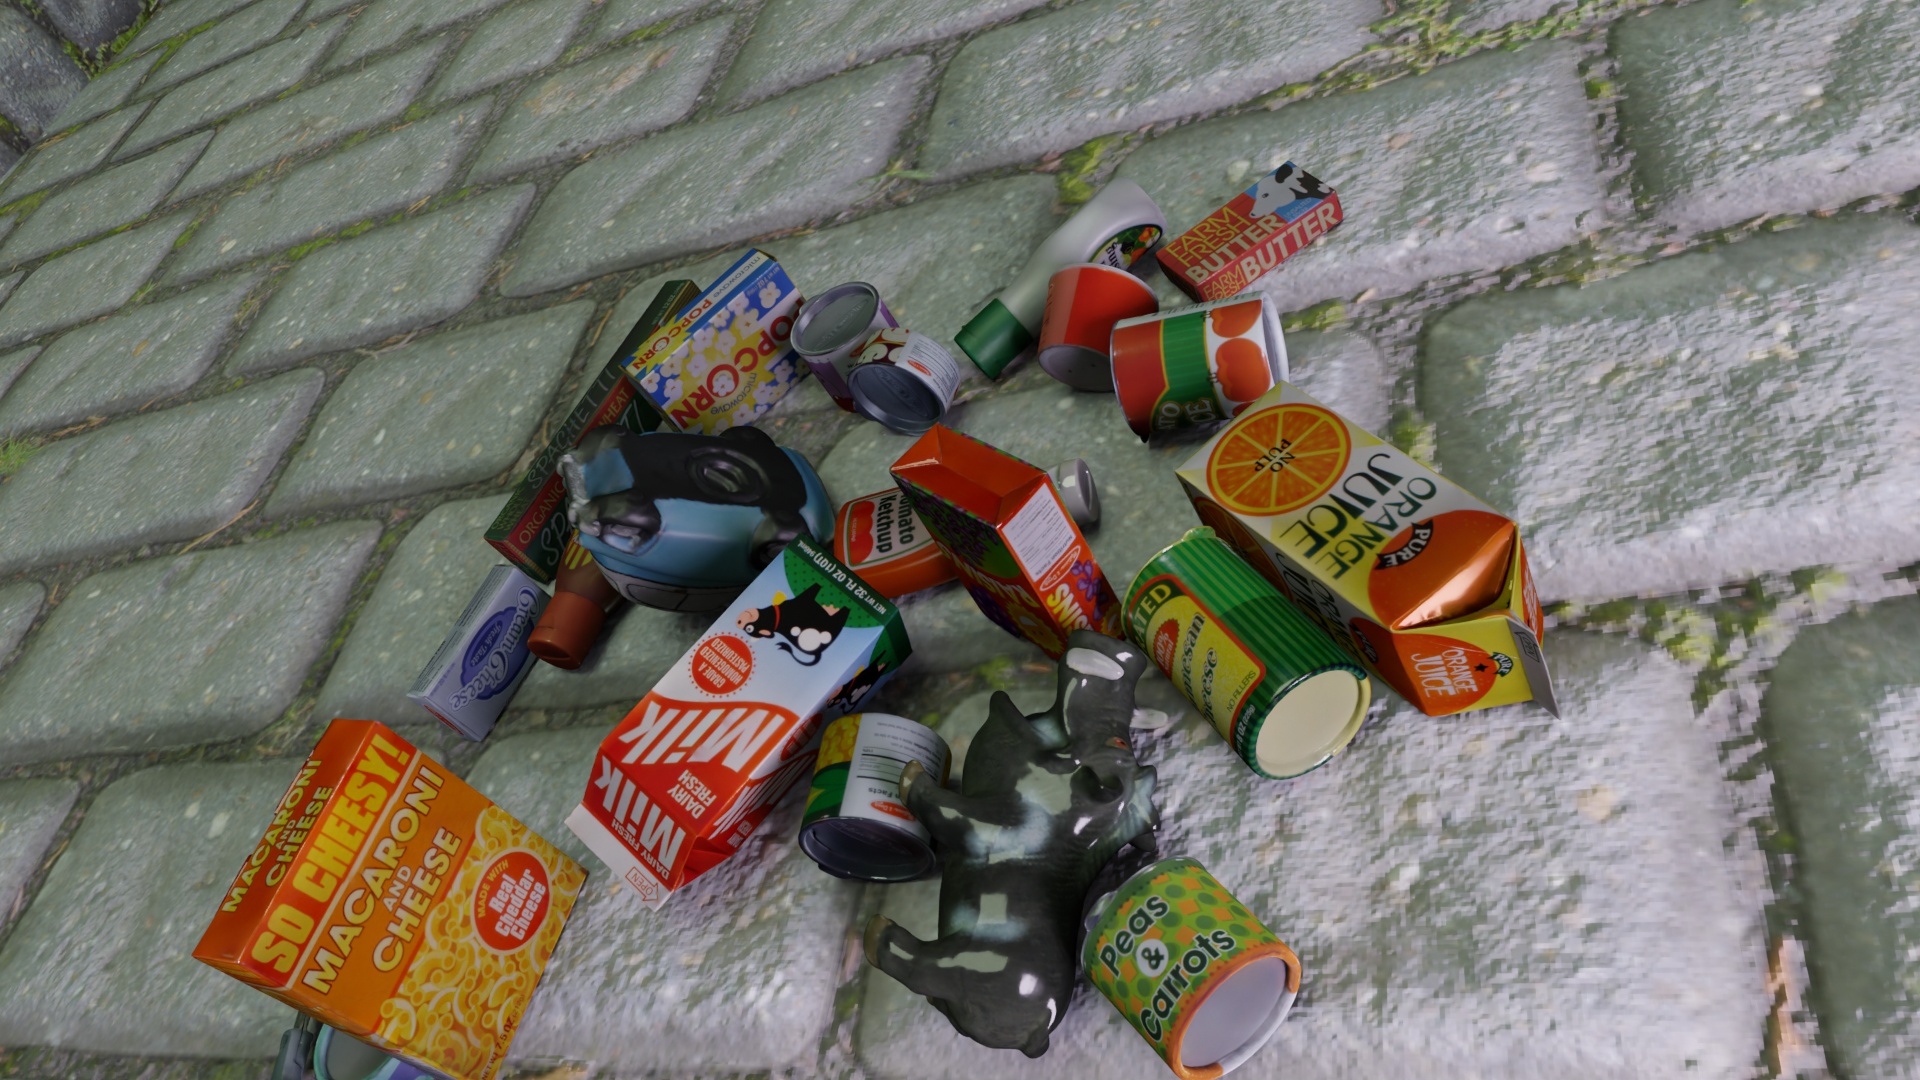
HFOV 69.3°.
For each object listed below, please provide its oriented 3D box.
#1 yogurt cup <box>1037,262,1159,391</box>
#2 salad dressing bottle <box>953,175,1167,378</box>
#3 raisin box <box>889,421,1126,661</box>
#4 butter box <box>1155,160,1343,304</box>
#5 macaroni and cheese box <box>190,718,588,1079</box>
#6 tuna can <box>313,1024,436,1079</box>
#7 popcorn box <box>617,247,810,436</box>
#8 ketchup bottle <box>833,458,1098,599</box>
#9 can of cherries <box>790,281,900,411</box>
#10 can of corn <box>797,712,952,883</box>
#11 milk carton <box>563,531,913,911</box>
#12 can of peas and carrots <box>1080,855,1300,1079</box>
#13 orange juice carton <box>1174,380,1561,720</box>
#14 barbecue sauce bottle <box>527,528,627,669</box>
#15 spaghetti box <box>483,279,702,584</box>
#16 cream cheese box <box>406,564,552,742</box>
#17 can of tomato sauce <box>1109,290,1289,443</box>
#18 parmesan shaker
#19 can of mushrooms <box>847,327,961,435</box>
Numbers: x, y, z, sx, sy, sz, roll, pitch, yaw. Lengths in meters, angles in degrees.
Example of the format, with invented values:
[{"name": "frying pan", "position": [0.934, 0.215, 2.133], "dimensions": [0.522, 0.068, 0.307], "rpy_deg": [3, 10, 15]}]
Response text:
[{"name": "yogurt cup", "position": [0.079, -0.124, 0.822], "dimensions": [0.072, 0.072, 0.054], "rpy_deg": [5, 68, 35]}, {"name": "salad dressing bottle", "position": [0.061, -0.164, 0.874], "dimensions": [0.147, 0.064, 0.044], "rpy_deg": [-42, 72, 4]}, {"name": "raisin box", "position": [0.027, 0.006, 0.694], "dimensions": [0.040, 0.123, 0.086], "rpy_deg": [-47, 44, -15]}, {"name": "butter box", "position": [0.175, -0.185, 0.846], "dimensions": [0.103, 0.024, 0.053], "rpy_deg": [-35, 42, -1]}, {"name": "macaroni and cheese box", "position": [-0.274, 0.183, 0.691], "dimensions": [0.040, 0.166, 0.124], "rpy_deg": [-3, 51, 30]}, {"name": "tuna can", "position": [-0.307, 0.267, 0.735], "dimensions": [0.071, 0.032, 0.071], "rpy_deg": [-17, 45, 18]}, {"name": "popcorn box", "position": [-0.158, -0.128, 0.956], "dimensions": [0.127, 0.085, 0.038], "rpy_deg": [-43, 44, -9]}, {"name": "ketchup bottle", "position": [0.003, -0.010, 0.782], "dimensions": [0.148, 0.043, 0.065], "rpy_deg": [-15, 50, 20]}, {"name": "can of cherries", "position": [-0.071, -0.130, 0.924], "dimensions": [0.071, 0.058, 0.072], "rpy_deg": [-18, 46, 19]}, {"name": "can of corn", "position": [-0.041, 0.126, 0.674], "dimensions": [0.071, 0.071, 0.058], "rpy_deg": [-10, 48, 25]}, {"name": "milk carton", "position": [-0.116, 0.096, 0.723], "dimensions": [0.072, 0.073, 0.191], "rpy_deg": [38, 76, 17]}, {"name": "can of peas and carrots", "position": [0.090, 0.168, 0.549], "dimensions": [0.071, 0.070, 0.059], "rpy_deg": [-42, 44, -8]}, {"name": "orange juice carton", "position": [0.190, 0.010, 0.628], "dimensions": [0.073, 0.071, 0.193], "rpy_deg": [-40, 43, -5]}, {"name": "barbecue sauce bottle", "position": [-0.232, 0.013, 0.908], "dimensions": [0.065, 0.043, 0.149], "rpy_deg": [0, 53, 31]}, {"name": "spaghetti box", "position": [-0.252, -0.084, 1.002], "dimensions": [0.028, 0.050, 0.251], "rpy_deg": [5, 56, 38]}, {"name": "cream cheese box", "position": [-0.303, 0.071, 0.893], "dimensions": [0.024, 0.053, 0.104], "rpy_deg": [4, 55, 37]}, {"name": "can of tomato sauce", "position": [0.132, -0.095, 0.762], "dimensions": [0.083, 0.071, 0.071], "rpy_deg": [-9, 49, 24]}, {"name": "parmesan shaker", "position": [0.128, 0.050, 0.630], "dimensions": [0.071, 0.071, 0.103], "rpy_deg": [-37, 42, -3]}, {"name": "can of mushrooms", "position": [-0.036, -0.099, 0.870], "dimensions": [0.071, 0.070, 0.033], "rpy_deg": [2, 54, 33]}]
